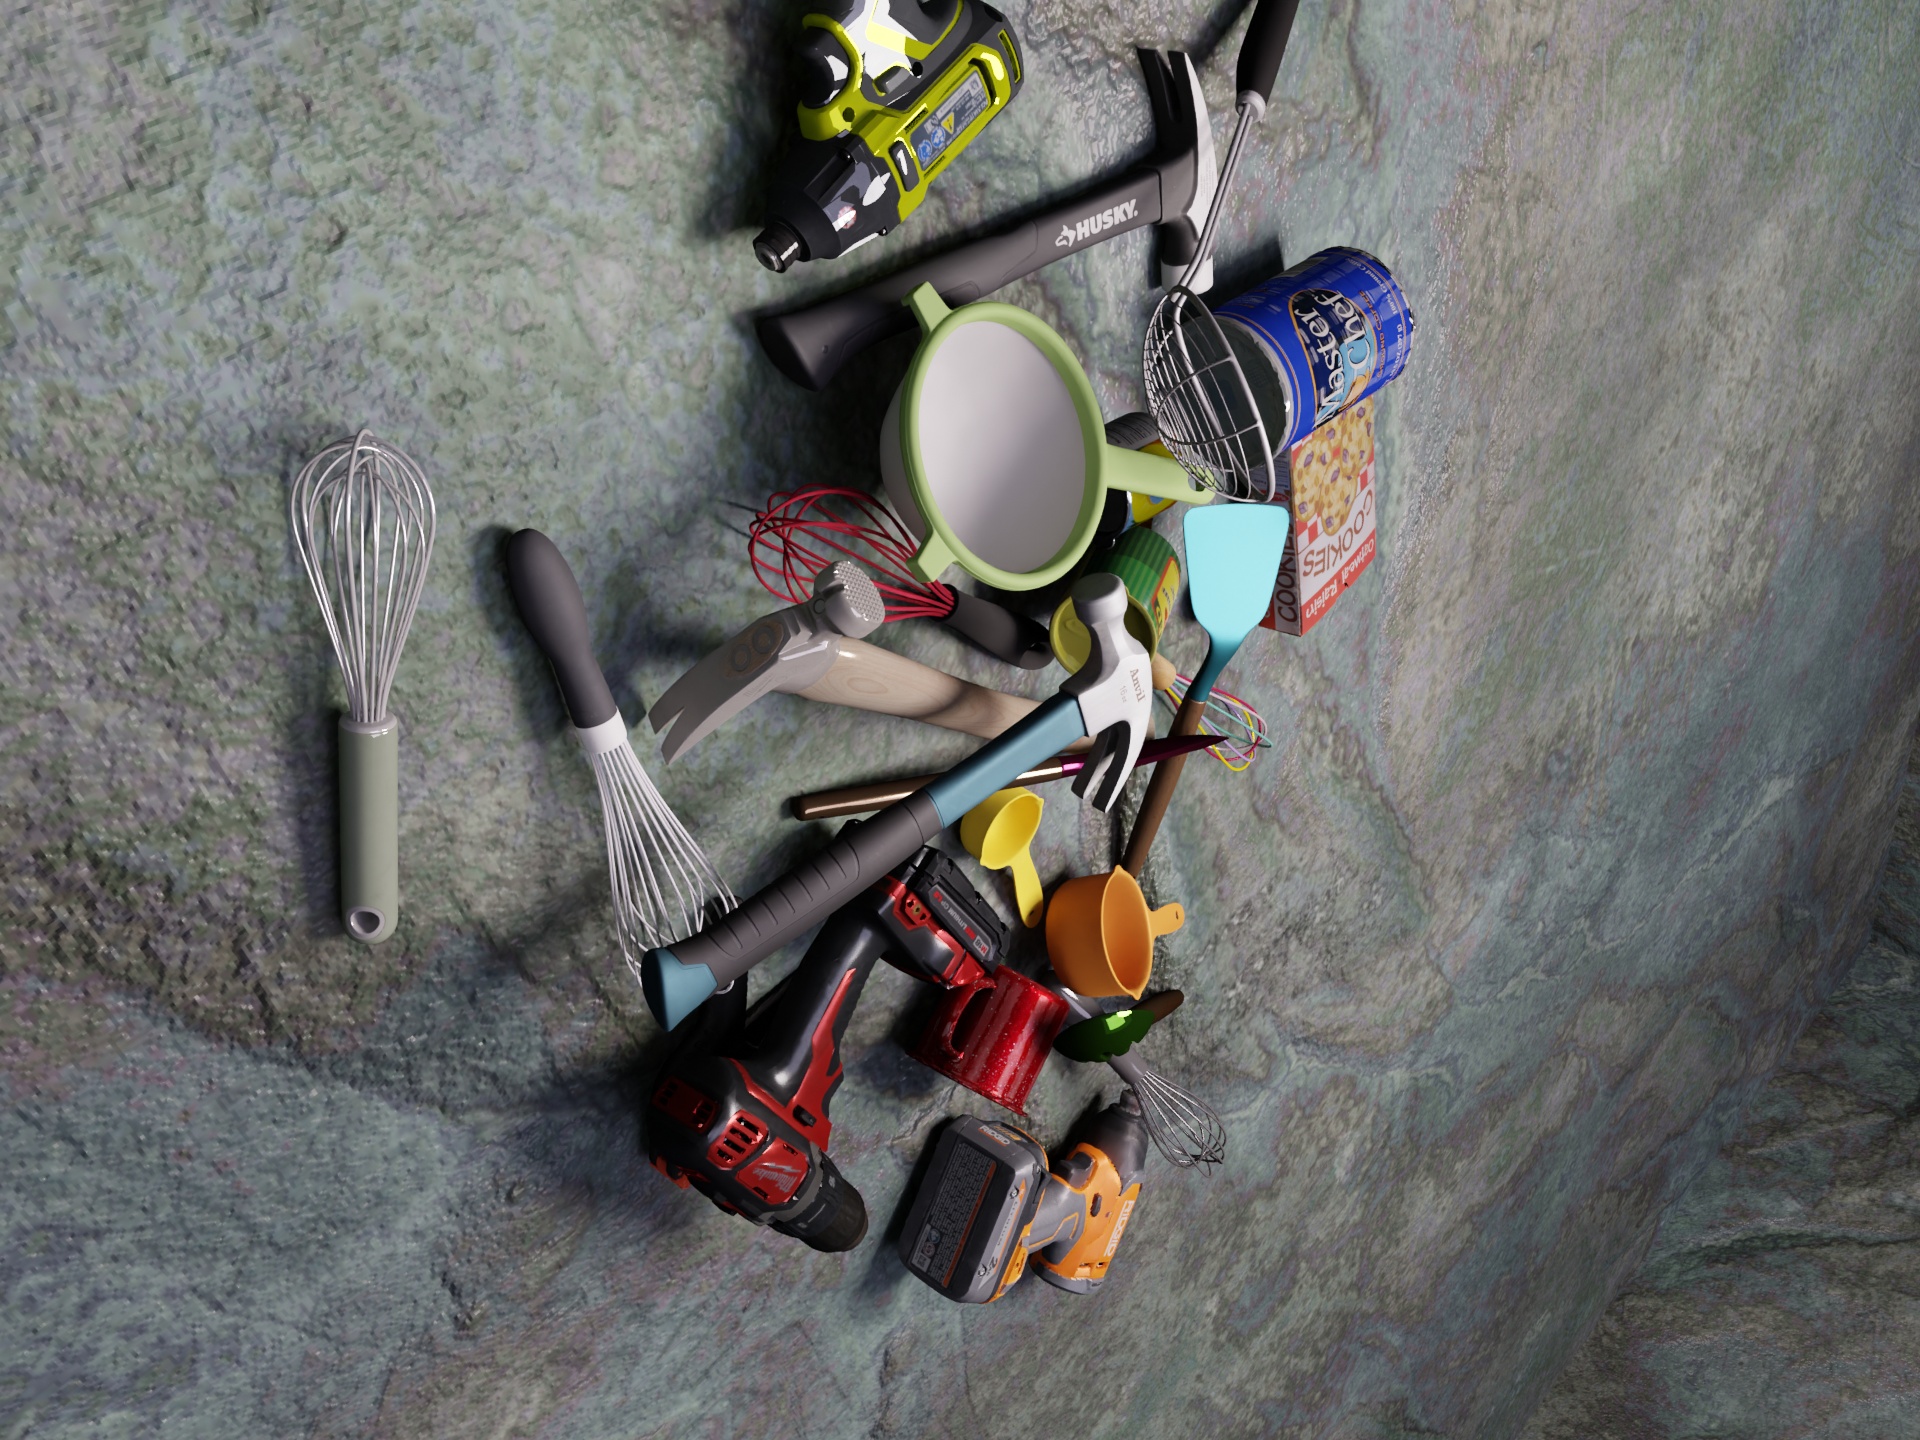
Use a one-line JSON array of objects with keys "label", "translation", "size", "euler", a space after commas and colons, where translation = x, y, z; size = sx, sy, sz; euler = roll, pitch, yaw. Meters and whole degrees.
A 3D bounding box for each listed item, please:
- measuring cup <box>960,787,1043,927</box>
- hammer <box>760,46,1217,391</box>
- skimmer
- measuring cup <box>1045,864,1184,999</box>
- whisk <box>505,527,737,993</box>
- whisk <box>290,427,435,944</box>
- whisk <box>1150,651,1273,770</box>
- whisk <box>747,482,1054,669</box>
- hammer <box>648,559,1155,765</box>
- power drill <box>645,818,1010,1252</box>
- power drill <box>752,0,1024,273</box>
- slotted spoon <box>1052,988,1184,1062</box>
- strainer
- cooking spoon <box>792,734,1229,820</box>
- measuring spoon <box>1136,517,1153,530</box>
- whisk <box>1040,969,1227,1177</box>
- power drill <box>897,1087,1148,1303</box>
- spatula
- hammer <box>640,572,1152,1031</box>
[{"label": "measuring cup", "translation": [0.033, 0.095, 1.084], "size": [0.062, 0.029, 0.156], "euler": [-44, 148, -20]}, {"label": "hammer", "translation": [0.027, -0.263, 0.879], "size": [0.335, 0.035, 0.146], "euler": [-32, 131, -32]}, {"label": "skimmer", "translation": [0.180, -0.300, 0.916], "size": [0.127, 0.090, 0.363], "euler": [60, 46, -67]}, {"label": "measuring cup", "translation": [0.116, 0.153, 1.171], "size": [0.173, 0.052, 0.095], "euler": [1, 80, -64]}, {"label": "whisk", "translation": [-0.170, 0.031, 0.803], "size": [0.070, 0.070, 0.284], "euler": [-35, 127, -30]}, {"label": "whisk", "translation": [-0.261, -0.008, 0.699], "size": [0.057, 0.059, 0.246], "euler": [5, 115, -10]}, {"label": "whisk", "translation": [0.156, -0.020, 1.137], "size": [0.244, 0.051, 0.047], "euler": [31, 91, -47]}, {"label": "whisk", "translation": [-0.021, -0.072, 0.910], "size": [0.295, 0.073, 0.073], "euler": [20, 94, -56]}, {"label": "hammer", "translation": [-0.002, -0.003, 0.954], "size": [0.146, 0.038, 0.410], "euler": [-34, 156, 25]}, {"label": "power drill", "translation": [-0.065, 0.194, 0.933], "size": [0.227, 0.080, 0.187], "euler": [-56, 137, -20]}, {"label": "power drill", "translation": [-0.067, -0.328, 0.715], "size": [0.171, 0.080, 0.223], "euler": [-50, 141, -17]}, {"label": "slotted spoon", "translation": [0.131, 0.217, 1.160], "size": [0.070, 0.031, 0.313], "euler": [-24, 169, 15]}, {"label": "strainer", "translation": [0.043, -0.142, 0.888], "size": [0.256, 0.069, 0.151], "euler": [1, 87, -45]}, {"label": "cooking spoon", "translation": [0.040, 0.033, 1.007], "size": [0.318, 0.069, 0.017], "euler": [-8, 80, -31]}, {"label": "measuring spoon", "translation": [0.124, -0.116, 1.074], "size": [0.021, 0.011, 0.116], "euler": [-17, 121, -41]}, {"label": "whisk", "translation": [0.132, 0.269, 1.211], "size": [0.055, 0.055, 0.238], "euler": [-49, 116, -18]}, {"label": "power drill", "translation": [0.064, 0.353, 1.203], "size": [0.226, 0.084, 0.164], "euler": [22, 91, -53]}, {"label": "spatula", "translation": [0.154, -0.004, 1.110], "size": [0.082, 0.044, 0.317], "euler": [-4, 131, -25]}, {"label": "hammer", "translation": [-0.028, 0.054, 0.851], "size": [0.331, 0.033, 0.128], "euler": [-34, 127, -19]}]
